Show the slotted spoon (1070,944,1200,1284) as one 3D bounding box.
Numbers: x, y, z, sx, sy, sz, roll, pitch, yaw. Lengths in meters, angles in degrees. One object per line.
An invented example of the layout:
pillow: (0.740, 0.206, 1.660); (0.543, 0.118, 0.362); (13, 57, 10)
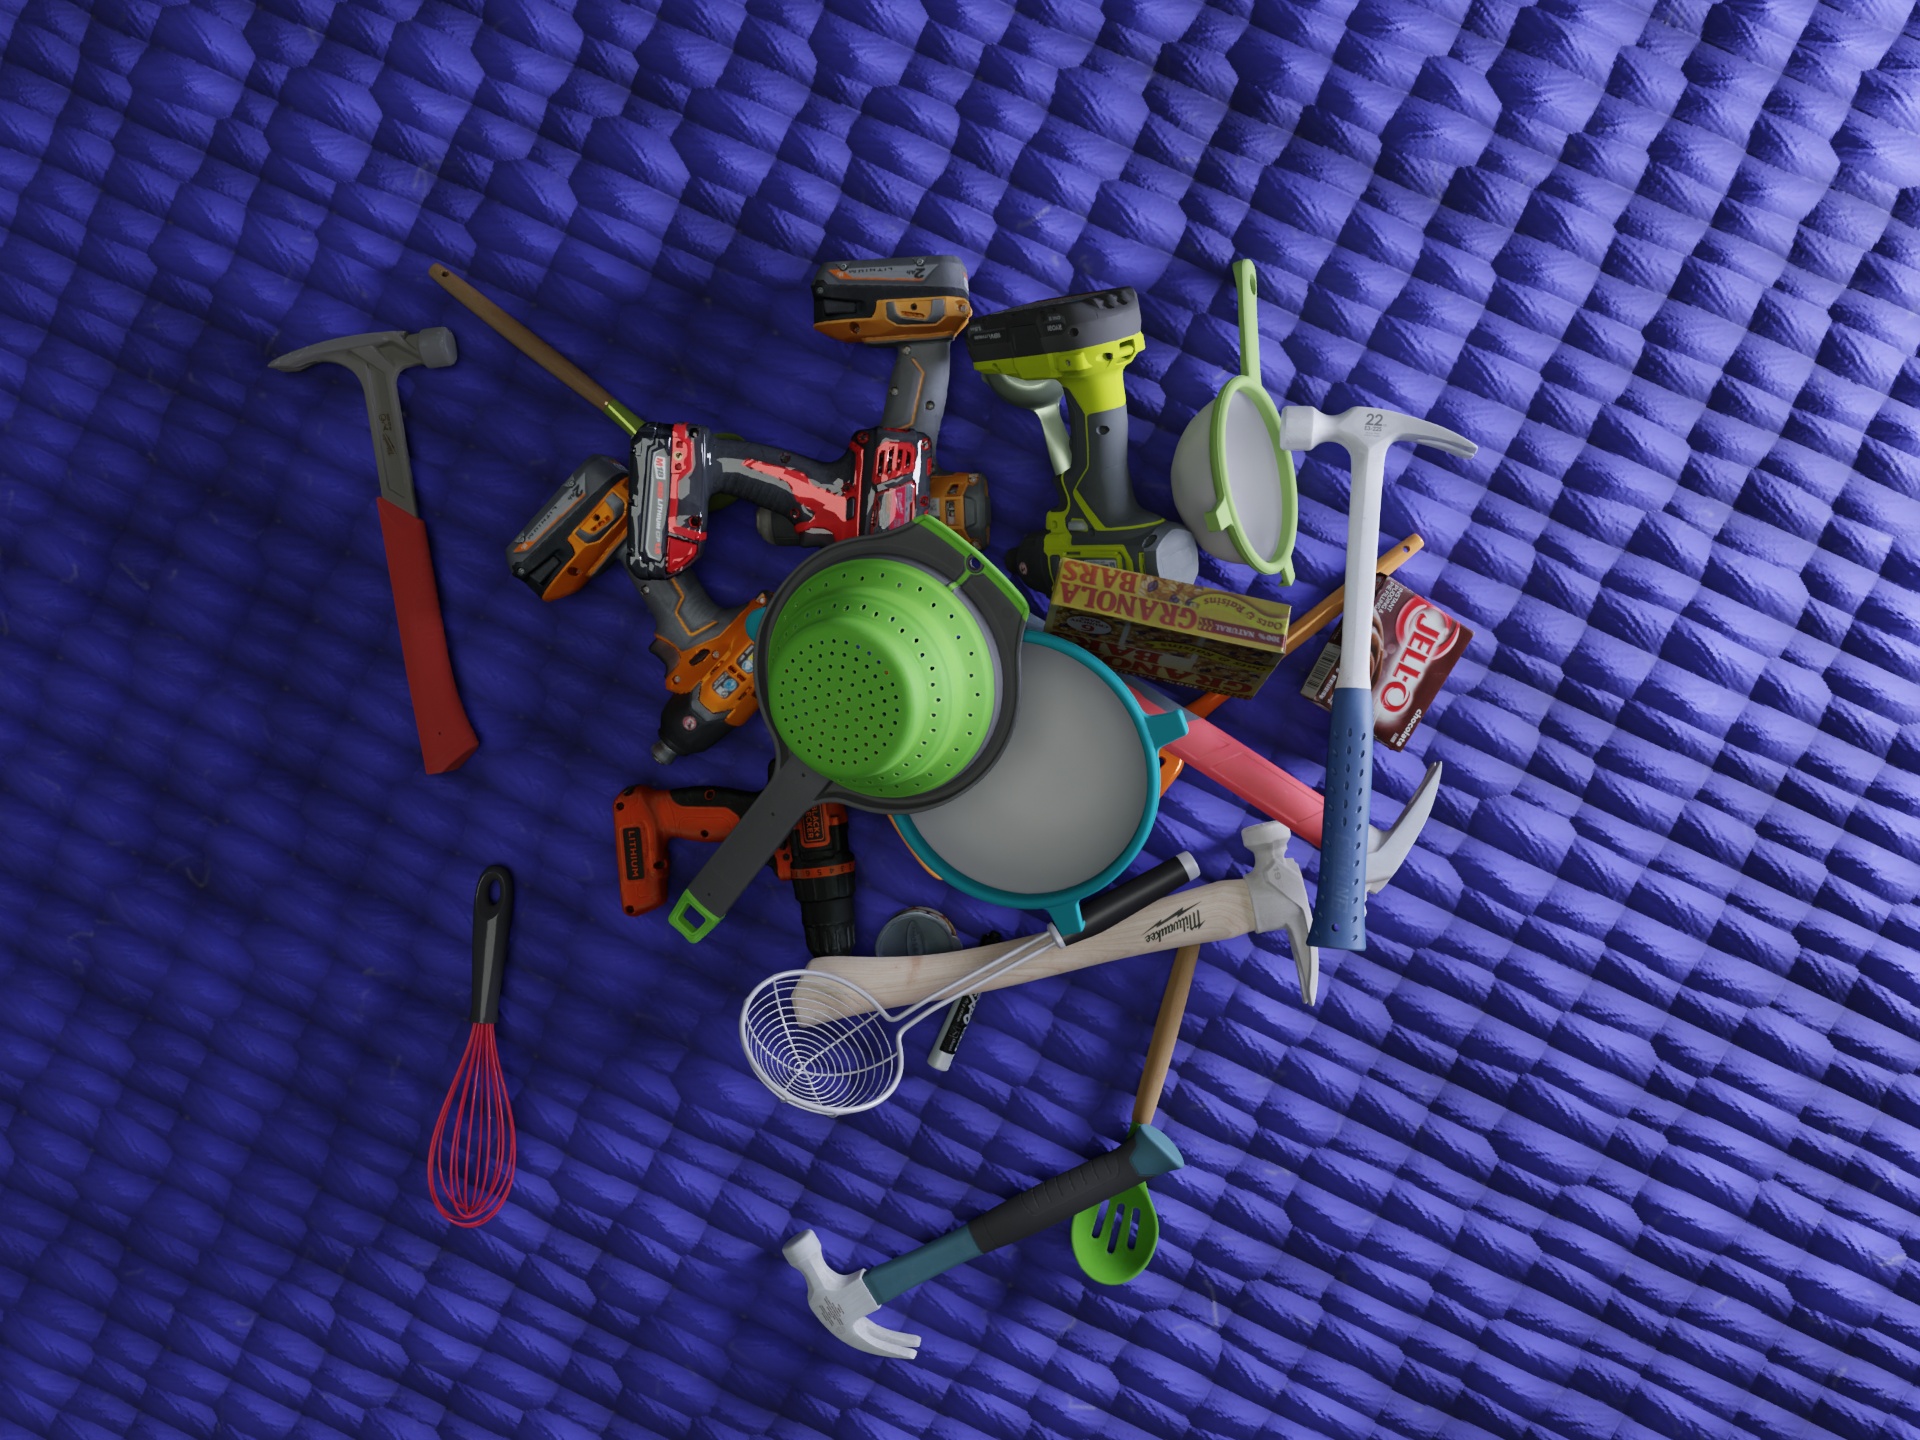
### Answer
slotted spoon: (0.155, 0.300, 1.285); (0.070, 0.031, 0.314); (15, 92, 13)

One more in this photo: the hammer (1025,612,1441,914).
hammer: (0.176, -0.005, 1.224); (0.386, 0.038, 0.143); (33, 87, 6)

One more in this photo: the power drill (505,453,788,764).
power drill: (-0.247, -0.083, 1.265); (0.226, 0.084, 0.164); (43, 95, -3)

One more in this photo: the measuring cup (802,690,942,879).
measuring cup: (-0.052, 0.048, 1.248); (0.095, 0.052, 0.173); (-35, 90, -32)

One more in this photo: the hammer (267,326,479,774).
hammer: (-0.459, -0.134, 1.297); (0.149, 0.037, 0.359); (-9, 92, 4)

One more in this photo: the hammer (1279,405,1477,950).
hammer: (0.298, -0.034, 1.180); (0.144, 0.035, 0.405); (4, 84, 11)

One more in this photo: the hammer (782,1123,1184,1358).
hammer: (0.024, 0.410, 1.281); (0.331, 0.033, 0.128); (-29, 92, 12)

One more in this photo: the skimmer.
skimmer: (0.014, 0.177, 1.186); (0.363, 0.090, 0.127); (-27, 54, -5)

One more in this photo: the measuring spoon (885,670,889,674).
measuring spoon: (-0.059, -0.030, 1.287); (0.117, 0.011, 0.021); (10, 94, 3)

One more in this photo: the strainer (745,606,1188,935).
strainer: (-0.002, -0.004, 1.198); (0.340, 0.095, 0.211); (29, 112, 11)

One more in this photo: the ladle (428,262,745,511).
ladle: (-0.300, -0.274, 1.269); (0.320, 0.062, 0.078); (38, 64, 4)

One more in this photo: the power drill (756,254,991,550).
power drill: (-0.072, -0.240, 1.246); (0.185, 0.084, 0.226); (-2, 98, 5)

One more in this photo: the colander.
colander: (-0.115, 0.035, 1.144); (0.204, 0.094, 0.397); (42, 113, 6)

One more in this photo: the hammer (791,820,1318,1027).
hammer: (0.073, 0.191, 1.248); (0.410, 0.038, 0.146); (-12, 84, -1)

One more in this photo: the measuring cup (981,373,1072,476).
measuring cup: (0.069, -0.244, 1.252); (0.083, 0.038, 0.167); (-19, 90, 5)

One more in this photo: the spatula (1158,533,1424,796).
spatula: (0.234, -0.043, 1.252); (0.322, 0.041, 0.081); (-38, 86, 4)

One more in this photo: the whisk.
whisk: (-0.393, 0.267, 1.308); (0.073, 0.073, 0.296); (4, 87, 4)

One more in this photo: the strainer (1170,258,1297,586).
strainer: (0.200, -0.232, 1.225); (0.069, 0.151, 0.256); (-9, 72, 32)

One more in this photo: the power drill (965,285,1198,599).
power drill: (0.082, -0.199, 1.188); (0.171, 0.080, 0.223); (6, 115, 47)

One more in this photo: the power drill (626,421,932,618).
power drill: (-0.133, -0.151, 1.184); (0.219, 0.078, 0.143); (3, 100, -6)
